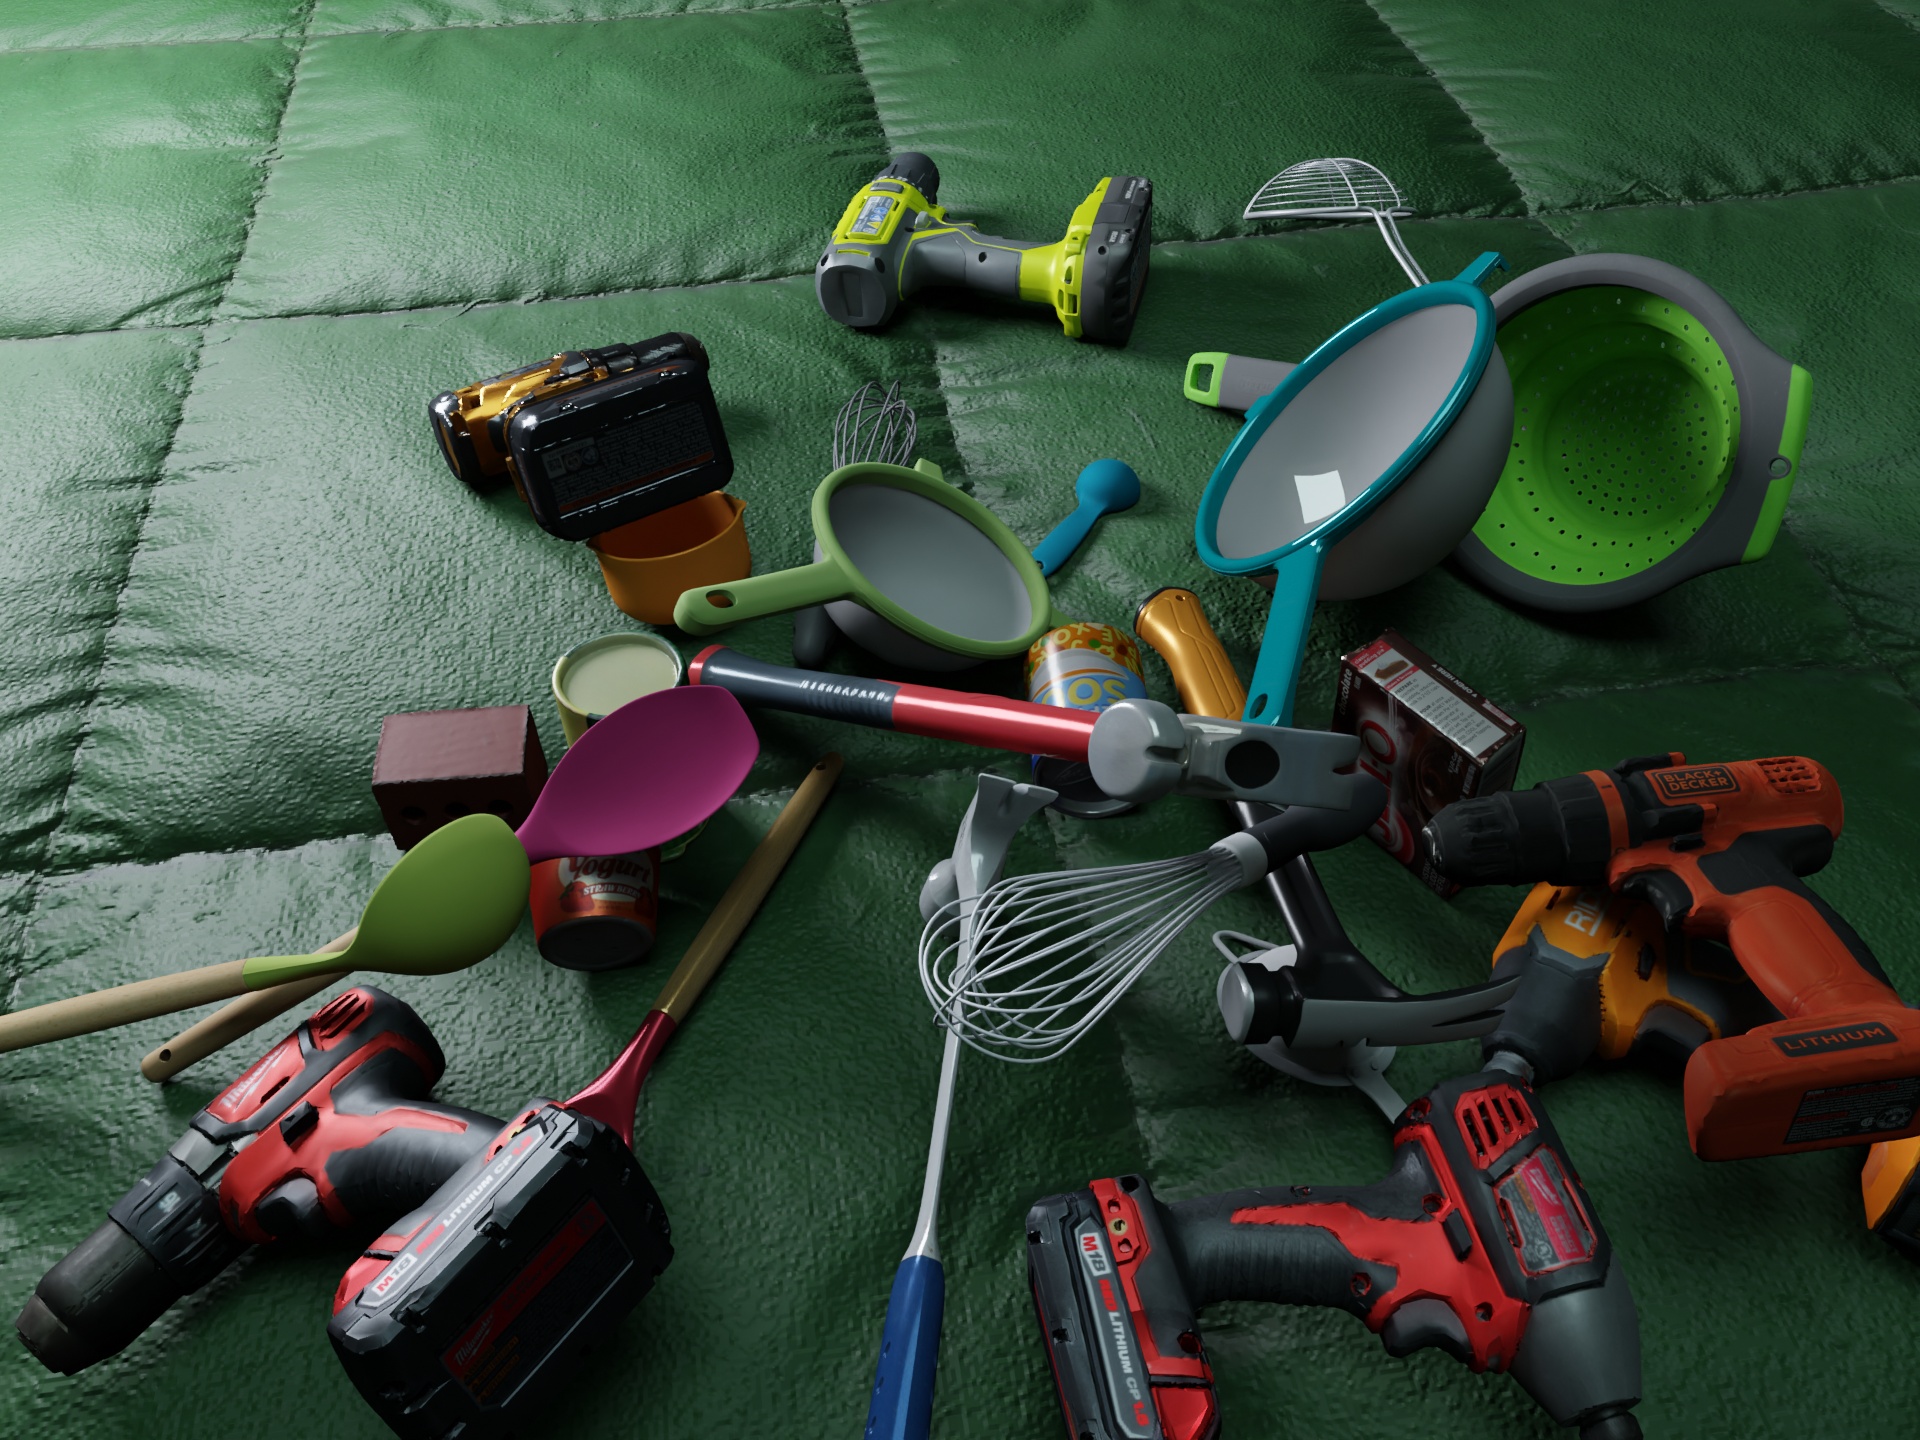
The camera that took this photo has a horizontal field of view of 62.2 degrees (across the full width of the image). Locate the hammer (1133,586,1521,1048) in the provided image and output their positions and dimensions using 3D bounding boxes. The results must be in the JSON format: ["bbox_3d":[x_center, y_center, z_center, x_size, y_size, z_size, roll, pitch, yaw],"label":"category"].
[{"bbox_3d":[0.154,0.031,0.799,0.127,0.034,0.337,1,36,-11],"label":"hammer"}]

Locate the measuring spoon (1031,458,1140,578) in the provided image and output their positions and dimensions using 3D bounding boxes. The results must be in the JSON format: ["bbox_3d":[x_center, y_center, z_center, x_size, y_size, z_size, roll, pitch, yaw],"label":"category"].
[{"bbox_3d":[0.073,-0.129,0.995,0.042,0.021,0.129,23,50,21],"label":"measuring spoon"}]

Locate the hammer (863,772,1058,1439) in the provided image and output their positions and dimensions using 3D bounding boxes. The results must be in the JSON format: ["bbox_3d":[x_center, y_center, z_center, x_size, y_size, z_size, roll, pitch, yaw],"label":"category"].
[{"bbox_3d":[-0.014,0.203,0.627,0.035,0.144,0.406,14,53,-6],"label":"hammer"}]

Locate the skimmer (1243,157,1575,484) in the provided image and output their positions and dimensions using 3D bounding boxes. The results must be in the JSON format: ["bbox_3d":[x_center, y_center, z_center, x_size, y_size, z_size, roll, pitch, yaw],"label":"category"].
[{"bbox_3d":[0.321,-0.282,1.135,0.127,0.090,0.364,-8,56,-23],"label":"skimmer"}]

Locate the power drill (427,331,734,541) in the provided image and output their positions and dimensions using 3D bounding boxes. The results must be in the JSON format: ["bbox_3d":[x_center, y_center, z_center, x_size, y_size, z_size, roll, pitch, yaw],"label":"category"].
[{"bbox_3d":[-0.214,-0.189,0.981,0.185,0.084,0.226,-25,28,-21],"label":"power drill"}]

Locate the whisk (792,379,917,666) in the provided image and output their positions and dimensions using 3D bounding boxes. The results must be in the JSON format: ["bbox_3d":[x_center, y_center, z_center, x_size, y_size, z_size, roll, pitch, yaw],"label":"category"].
[{"bbox_3d":[-0.067,-0.125,0.977,0.055,0.055,0.239,7,52,7],"label":"whisk"}]

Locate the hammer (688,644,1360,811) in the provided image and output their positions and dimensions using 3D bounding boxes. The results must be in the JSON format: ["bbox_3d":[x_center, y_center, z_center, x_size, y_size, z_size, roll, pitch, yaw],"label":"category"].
[{"bbox_3d":[-0.001,-0.002,0.759,0.143,0.038,0.386,6,2,-41],"label":"hammer"}]

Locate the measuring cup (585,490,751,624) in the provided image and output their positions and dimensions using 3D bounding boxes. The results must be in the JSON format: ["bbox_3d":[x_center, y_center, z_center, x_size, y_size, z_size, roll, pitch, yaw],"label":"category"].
[{"bbox_3d":[-0.178,-0.114,0.970,0.095,0.052,0.174,-16,32,-9],"label":"measuring cup"}]

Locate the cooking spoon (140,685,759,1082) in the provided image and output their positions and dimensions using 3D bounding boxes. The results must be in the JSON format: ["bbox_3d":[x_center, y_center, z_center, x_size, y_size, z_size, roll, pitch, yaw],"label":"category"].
[{"bbox_3d":[-0.236,0.080,0.737,0.319,0.017,0.069,-31,77,-3],"label":"cooking spoon"}]

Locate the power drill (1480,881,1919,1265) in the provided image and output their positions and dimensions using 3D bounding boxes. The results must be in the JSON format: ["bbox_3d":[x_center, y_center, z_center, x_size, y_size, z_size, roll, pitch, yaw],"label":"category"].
[{"bbox_3d":[0.347,0.145,0.700,0.227,0.084,0.164,25,52,28],"label":"power drill"}]

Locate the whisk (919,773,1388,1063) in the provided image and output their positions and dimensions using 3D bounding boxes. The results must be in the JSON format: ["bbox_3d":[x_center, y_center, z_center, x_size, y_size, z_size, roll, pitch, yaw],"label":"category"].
[{"bbox_3d":[0.095,0.070,0.660,0.284,0.070,0.070,-19,47,-40],"label":"whisk"}]

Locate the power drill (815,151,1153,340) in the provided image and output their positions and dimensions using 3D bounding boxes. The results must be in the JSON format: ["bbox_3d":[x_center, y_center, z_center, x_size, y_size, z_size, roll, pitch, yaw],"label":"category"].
[{"bbox_3d":[0.023,-0.358,1.178,0.228,0.080,0.191,8,47,12],"label":"power drill"}]

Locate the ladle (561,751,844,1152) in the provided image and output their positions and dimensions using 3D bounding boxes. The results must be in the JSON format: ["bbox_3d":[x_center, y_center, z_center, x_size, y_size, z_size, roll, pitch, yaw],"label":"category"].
[{"bbox_3d":[-0.130,0.122,0.758,0.069,0.031,0.316,11,45,22],"label":"ladle"}]

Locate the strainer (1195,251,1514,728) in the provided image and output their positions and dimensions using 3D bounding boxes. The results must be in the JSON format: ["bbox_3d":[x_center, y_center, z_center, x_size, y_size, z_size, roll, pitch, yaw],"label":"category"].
[{"bbox_3d":[0.223,-0.095,0.879,0.095,0.211,0.341,38,51,-21],"label":"strainer"}]

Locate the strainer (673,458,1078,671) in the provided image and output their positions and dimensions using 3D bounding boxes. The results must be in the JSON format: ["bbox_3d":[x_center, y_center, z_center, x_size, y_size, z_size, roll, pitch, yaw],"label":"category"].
[{"bbox_3d":[-0.061,-0.062,0.864,0.256,0.069,0.152,-19,62,-47],"label":"strainer"}]

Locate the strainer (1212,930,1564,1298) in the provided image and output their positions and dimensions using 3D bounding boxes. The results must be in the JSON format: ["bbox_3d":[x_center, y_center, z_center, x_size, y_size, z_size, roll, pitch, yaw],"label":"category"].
[{"bbox_3d":[0.197,0.175,0.700,0.087,0.050,0.259,-13,50,-31],"label":"strainer"}]

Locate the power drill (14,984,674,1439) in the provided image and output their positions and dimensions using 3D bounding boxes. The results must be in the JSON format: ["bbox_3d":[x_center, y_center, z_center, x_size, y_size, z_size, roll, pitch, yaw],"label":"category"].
[{"bbox_3d":[-0.243,0.201,0.615,0.227,0.080,0.188,10,43,41],"label":"power drill"}]

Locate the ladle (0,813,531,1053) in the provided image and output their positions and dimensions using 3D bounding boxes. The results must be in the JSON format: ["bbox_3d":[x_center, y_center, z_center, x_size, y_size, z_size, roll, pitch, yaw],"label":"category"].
[{"bbox_3d":[-0.338,0.106,0.706,0.320,0.078,0.062,-14,77,12],"label":"ladle"}]

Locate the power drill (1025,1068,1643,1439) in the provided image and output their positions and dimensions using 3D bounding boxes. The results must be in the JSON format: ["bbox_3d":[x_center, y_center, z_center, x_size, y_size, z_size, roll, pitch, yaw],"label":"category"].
[{"bbox_3d":[0.143,0.226,0.607,0.219,0.078,0.143,-12,53,-6],"label":"power drill"}]

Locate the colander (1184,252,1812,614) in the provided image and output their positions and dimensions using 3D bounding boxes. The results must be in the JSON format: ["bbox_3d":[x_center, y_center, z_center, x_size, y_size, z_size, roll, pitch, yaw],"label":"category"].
[{"bbox_3d":[0.324,-0.188,0.996,0.397,0.204,0.094,20,17,39],"label":"colander"}]
